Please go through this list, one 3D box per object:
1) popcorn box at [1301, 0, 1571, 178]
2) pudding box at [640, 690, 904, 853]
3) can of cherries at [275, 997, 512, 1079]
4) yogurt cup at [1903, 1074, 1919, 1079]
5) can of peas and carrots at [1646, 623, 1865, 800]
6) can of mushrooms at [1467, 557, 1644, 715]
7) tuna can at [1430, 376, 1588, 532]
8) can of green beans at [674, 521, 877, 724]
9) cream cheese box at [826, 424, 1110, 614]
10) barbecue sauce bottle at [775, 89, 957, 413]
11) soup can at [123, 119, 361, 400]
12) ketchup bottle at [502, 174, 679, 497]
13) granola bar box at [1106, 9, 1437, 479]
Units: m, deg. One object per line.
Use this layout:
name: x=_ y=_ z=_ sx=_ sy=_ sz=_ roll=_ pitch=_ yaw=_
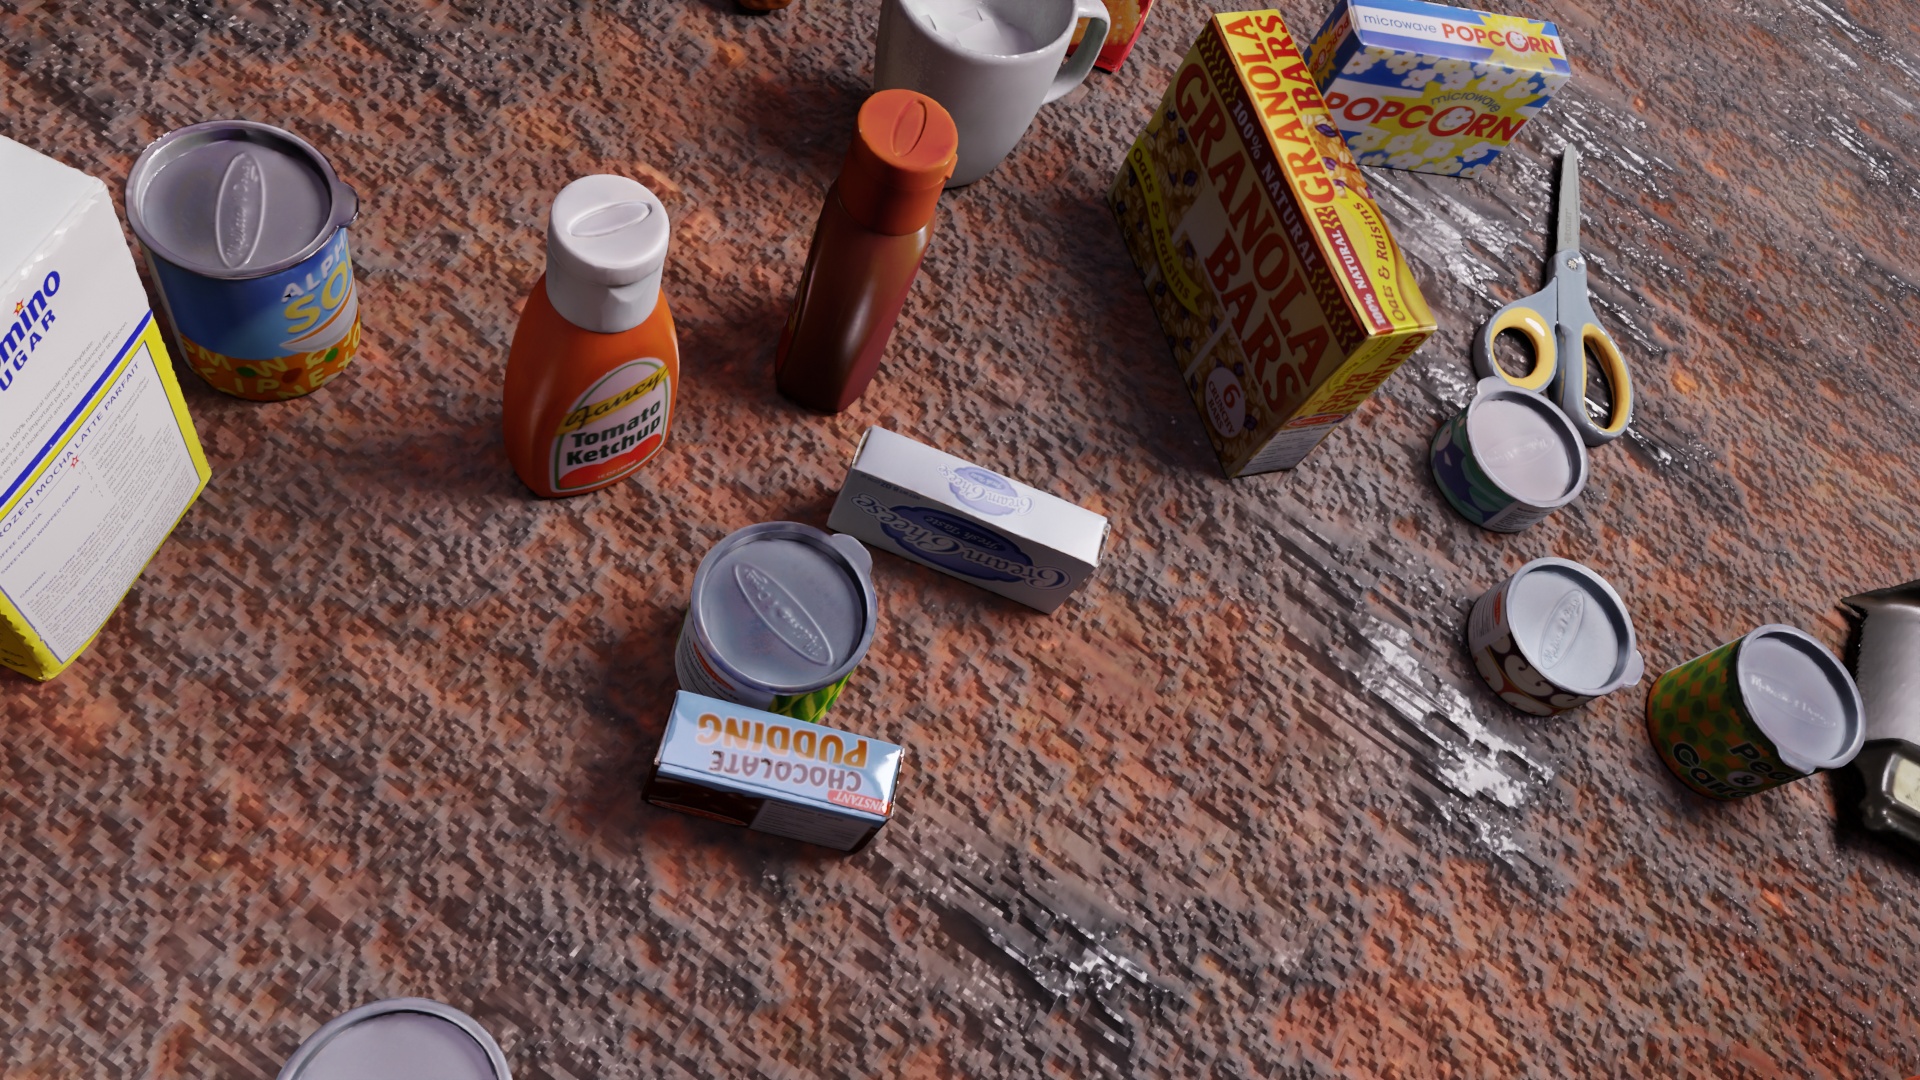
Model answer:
popcorn box: x=0.238 y=-0.237 z=0.728 sx=0.127 sy=0.085 sz=0.038 roll=2 pitch=65 yaw=-17
pudding box: x=-0.067 y=0.083 z=0.493 sx=0.084 sy=0.049 sz=0.030 roll=15 pitch=61 yaw=-10
can of cherries: x=-0.166 y=0.176 z=0.411 sx=0.071 sy=0.058 sz=0.072 roll=7 pitch=63 yaw=-14
yogurt cup: x=0.421 y=0.246 z=0.567 sx=0.072 sy=0.053 sz=0.072 roll=7 pitch=63 yaw=-14
can of peas and carrots: x=0.356 y=0.081 z=0.625 sx=0.071 sy=0.058 sz=0.071 roll=7 pitch=63 yaw=-14
can of mushrooms: x=0.269 y=0.045 z=0.629 sx=0.071 sy=0.033 sz=0.071 roll=7 pitch=63 yaw=-14
tuna can: x=0.262 y=-0.041 z=0.670 sx=0.071 sy=0.032 sz=0.071 roll=7 pitch=63 yaw=-14
can of green beans: x=-0.069 y=0.035 z=0.512 sx=0.071 sy=0.057 sz=0.071 roll=7 pitch=63 yaw=-14
cream cheese box: x=0.002 y=-0.007 z=0.558 sx=0.104 sy=0.053 sz=0.024 roll=21 pitch=61 yaw=-7
barbecue sauce bottle: x=-0.037 y=-0.111 z=0.541 sx=0.044 sy=0.148 sz=0.065 roll=22 pitch=61 yaw=-7
soup can: x=-0.253 y=-0.098 z=0.503 sx=0.071 sy=0.083 sz=0.071 roll=7 pitch=63 yaw=-14
ketchup bottle: x=-0.129 y=-0.069 z=0.491 sx=0.065 sy=0.148 sz=0.043 roll=-28 pitch=76 yaw=-27
granola bar box: x=0.129 y=-0.128 z=0.617 sx=0.039 sy=0.123 sz=0.166 roll=-11 pitch=69 yaw=-22
